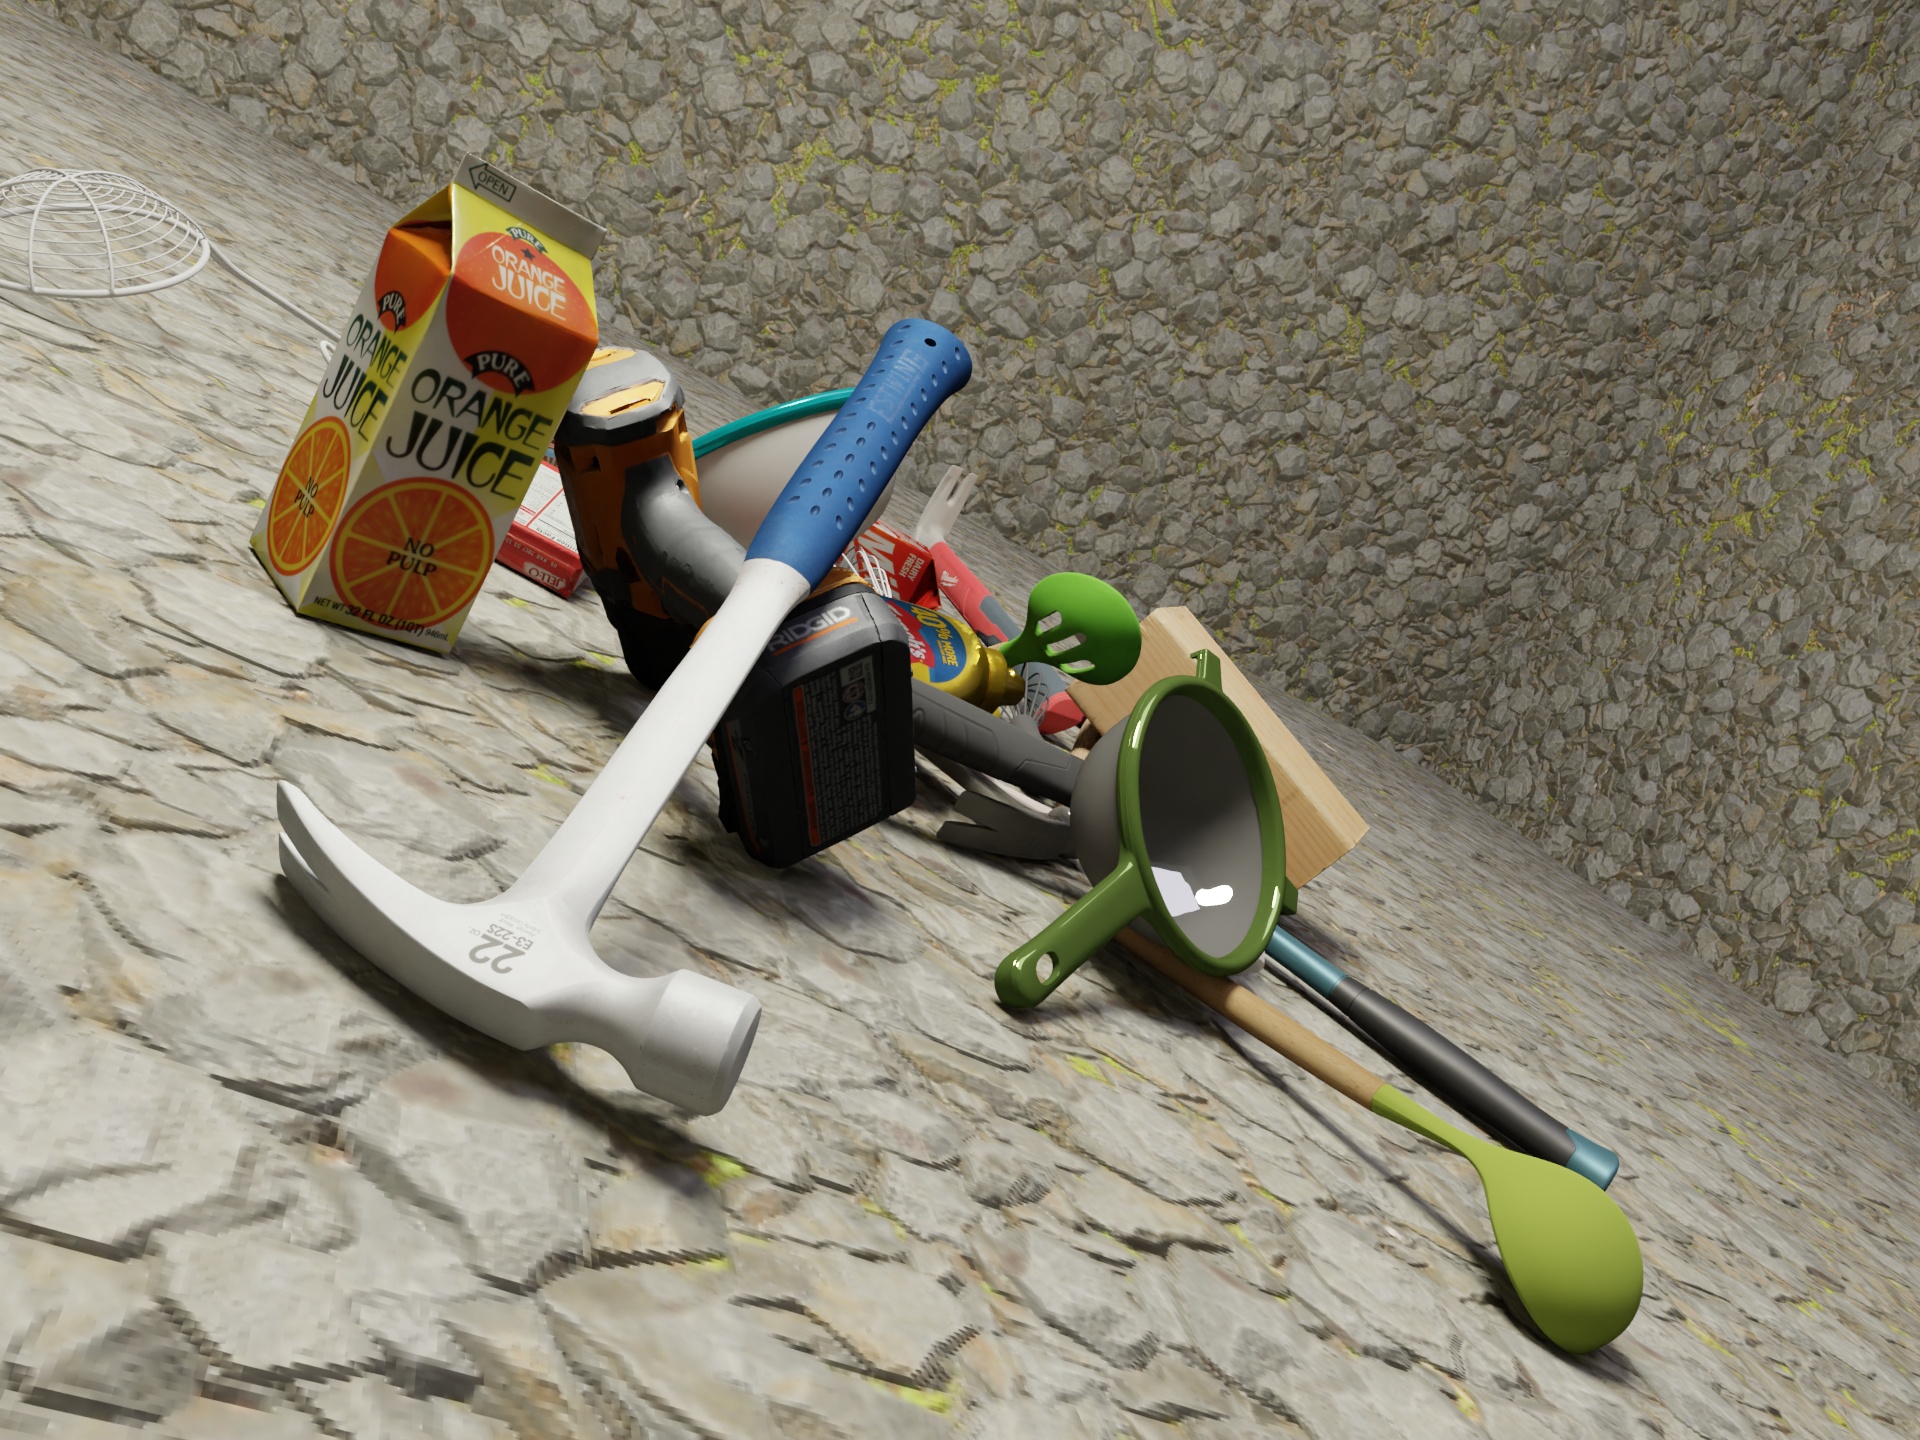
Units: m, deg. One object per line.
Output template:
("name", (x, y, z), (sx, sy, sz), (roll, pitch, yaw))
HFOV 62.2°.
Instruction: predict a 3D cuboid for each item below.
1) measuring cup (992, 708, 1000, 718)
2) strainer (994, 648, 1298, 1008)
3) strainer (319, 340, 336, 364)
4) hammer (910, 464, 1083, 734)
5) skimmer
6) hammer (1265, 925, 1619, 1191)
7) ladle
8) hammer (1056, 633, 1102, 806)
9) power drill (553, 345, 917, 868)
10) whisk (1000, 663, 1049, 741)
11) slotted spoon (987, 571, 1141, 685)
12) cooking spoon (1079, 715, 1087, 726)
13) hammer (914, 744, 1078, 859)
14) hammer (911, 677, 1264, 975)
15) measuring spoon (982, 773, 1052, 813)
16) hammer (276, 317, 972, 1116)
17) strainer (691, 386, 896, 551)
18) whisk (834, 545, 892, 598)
("measuring cup", (-0.002, -0.004, 1.100), (0.062, 0.029, 0.156), (30, 8, 1))
("strainer", (0.072, 0.074, 0.767), (0.069, 0.151, 0.256), (-13, 11, 39))
("strainer", (-0.283, -0.144, 0.971), (0.258, 0.050, 0.087), (30, 31, -37))
("hammer", (0.030, -0.106, 1.436), (0.038, 0.143, 0.387), (19, 18, -29))
("skimmer", (-0.439, -0.235, 1.000), (0.127, 0.090, 0.363), (32, 0, 25))
("hammer", (0.238, 0.168, 0.948), (0.331, 0.033, 0.128), (36, 11, 28))
("ladle", (0.170, 0.174, 0.745), (0.078, 0.062, 0.320), (15, 11, -46))
("hammer", (0.105, 0.008, 1.216), (0.331, 0.031, 0.130), (-51, 126, -73))
("power drill", (-0.108, -0.037, 0.707), (0.084, 0.185, 0.226), (-26, 52, -22))
("whisk", (0.048, 0.004, 1.169), (0.055, 0.055, 0.239), (28, 14, -10))
("slotted spoon", (0.020, -0.034, 0.980), (0.070, 0.031, 0.314), (55, -22, -7))
("cooking spoon", (0.184, 0.050, 1.403), (0.319, 0.017, 0.068), (37, 13, 36))
("hammer", (-0.075, -0.025, 0.989), (0.359, 0.036, 0.149), (38, 13, 33))
("hammer", (0.043, 0.020, 0.850), (0.334, 0.146, 0.035), (25, -33, -29))
("measuring spoon", (0.047, 0.047, 1.031), (0.124, 0.018, 0.034), (29, 10, -9))
("hammer", (-0.074, -0.047, 0.562), (0.144, 0.035, 0.406), (22, 40, 2))
("strainer", (-0.165, -0.153, 1.149), (0.340, 0.211, 0.095), (-21, 90, -53))
("whisk", (-0.057, -0.069, 1.105), (0.070, 0.070, 0.285), (26, 7, -24))
